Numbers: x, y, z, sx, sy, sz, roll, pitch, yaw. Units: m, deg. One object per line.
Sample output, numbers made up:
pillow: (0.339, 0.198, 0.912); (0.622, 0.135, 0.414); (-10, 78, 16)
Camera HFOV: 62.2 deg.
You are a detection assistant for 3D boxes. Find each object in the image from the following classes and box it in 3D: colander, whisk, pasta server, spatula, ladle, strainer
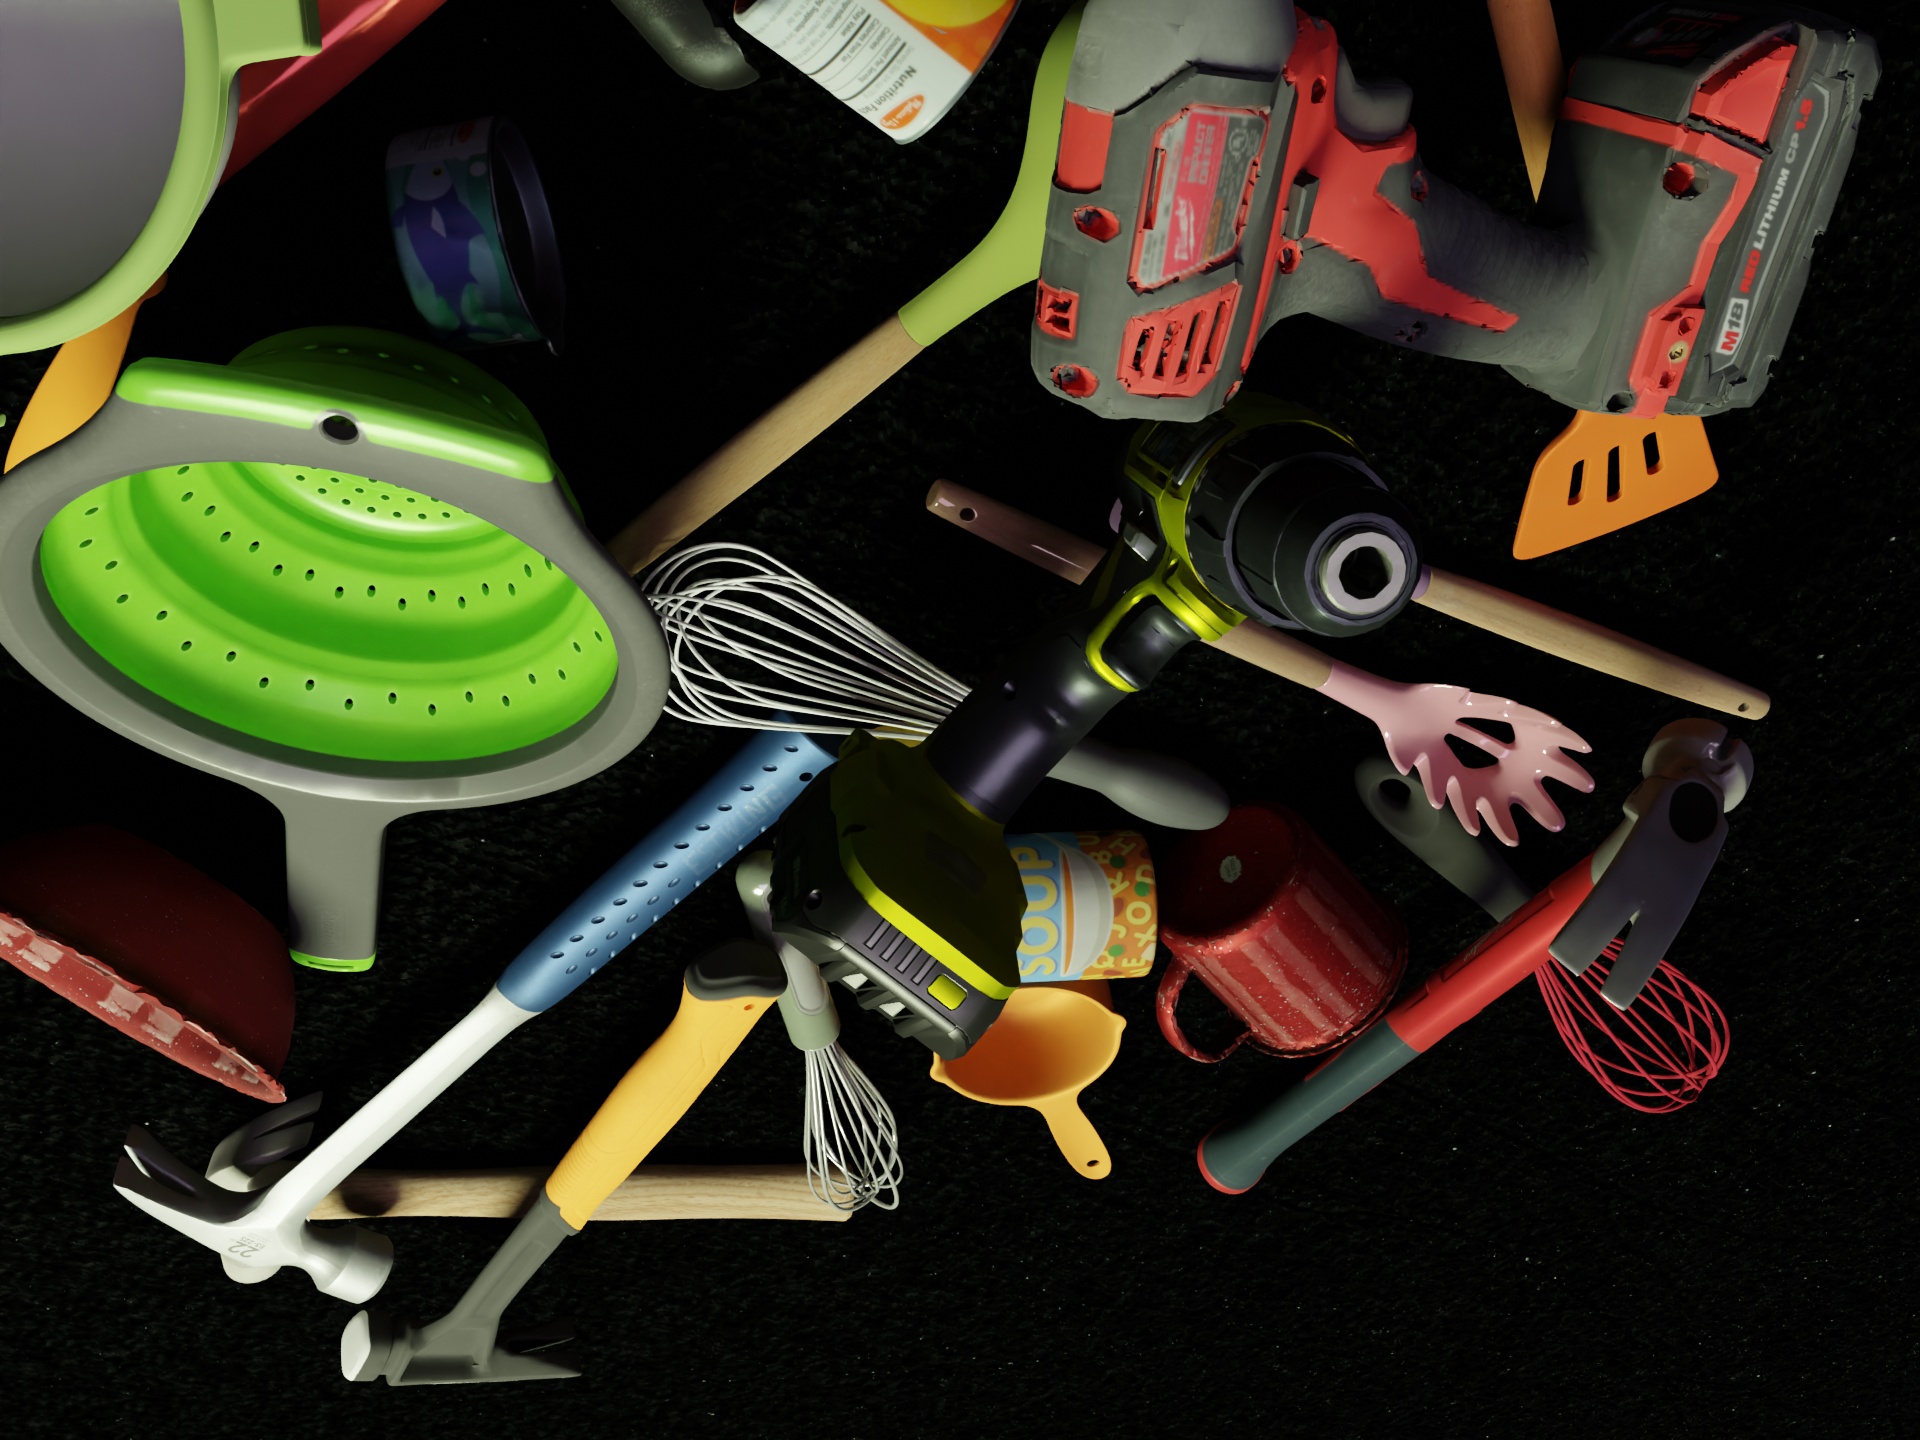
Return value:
colander: (-0.220, -0.018, 0.581); (0.204, 0.095, 0.397); (10, 147, -16)
whisk: (-0.002, -0.002, 0.634); (0.284, 0.070, 0.070); (20, 126, -29)
pasta server: (0.127, -0.026, 0.638); (0.316, 0.040, 0.060); (22, 113, -23)
spatula: (0.207, -0.050, 0.640); (0.315, 0.018, 0.059); (17, 124, -20)
ladle: (-0.035, -0.124, 0.538); (0.320, 0.062, 0.078); (-32, 128, 28)
whisk: (0.279, 0.102, 0.759); (0.073, 0.073, 0.295); (-38, 118, 24)
spatula: (0.195, -0.177, 0.526); (0.081, 0.041, 0.322); (-21, 126, 13)
strainer: (-0.275, -0.209, 0.393); (0.151, 0.069, 0.256); (-40, 97, 17)
whisk: (-0.068, 0.156, 0.767); (0.058, 0.059, 0.246); (-37, 134, -29)

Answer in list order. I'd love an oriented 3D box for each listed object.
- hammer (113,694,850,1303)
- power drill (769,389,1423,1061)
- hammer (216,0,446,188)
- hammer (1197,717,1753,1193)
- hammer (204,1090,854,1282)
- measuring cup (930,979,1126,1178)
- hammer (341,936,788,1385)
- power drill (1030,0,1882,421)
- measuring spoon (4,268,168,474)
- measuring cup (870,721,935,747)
hammer: (-0.205, 0.125, 0.700); (0.405, 0.035, 0.144); (-40, 125, 18)
power drill: (0.041, -0.007, 0.506); (0.080, 0.191, 0.228); (39, 100, -15)
hammer: (-0.255, -0.144, 0.475); (0.359, 0.037, 0.149); (-30, 115, 16)
hammer: (0.195, 0.147, 0.713); (0.038, 0.143, 0.386); (40, 141, 9)
hammer: (-0.221, 0.246, 0.834); (0.331, 0.031, 0.130); (3, 131, -10)
measuring cup: (0.042, 0.164, 0.784); (0.095, 0.052, 0.173); (-18, 132, 8)
hammer: (-0.174, 0.223, 0.768); (0.127, 0.034, 0.336); (16, 124, -37)
power drill: (0.131, -0.155, 0.444); (0.219, 0.079, 0.143); (-2, 118, -18)
measuring spoon: (-0.293, -0.111, 0.527); (0.021, 0.011, 0.117); (28, 122, -28)
measuring cup: (-0.034, 0.068, 0.703); (0.062, 0.029, 0.156); (7, 128, -13)
